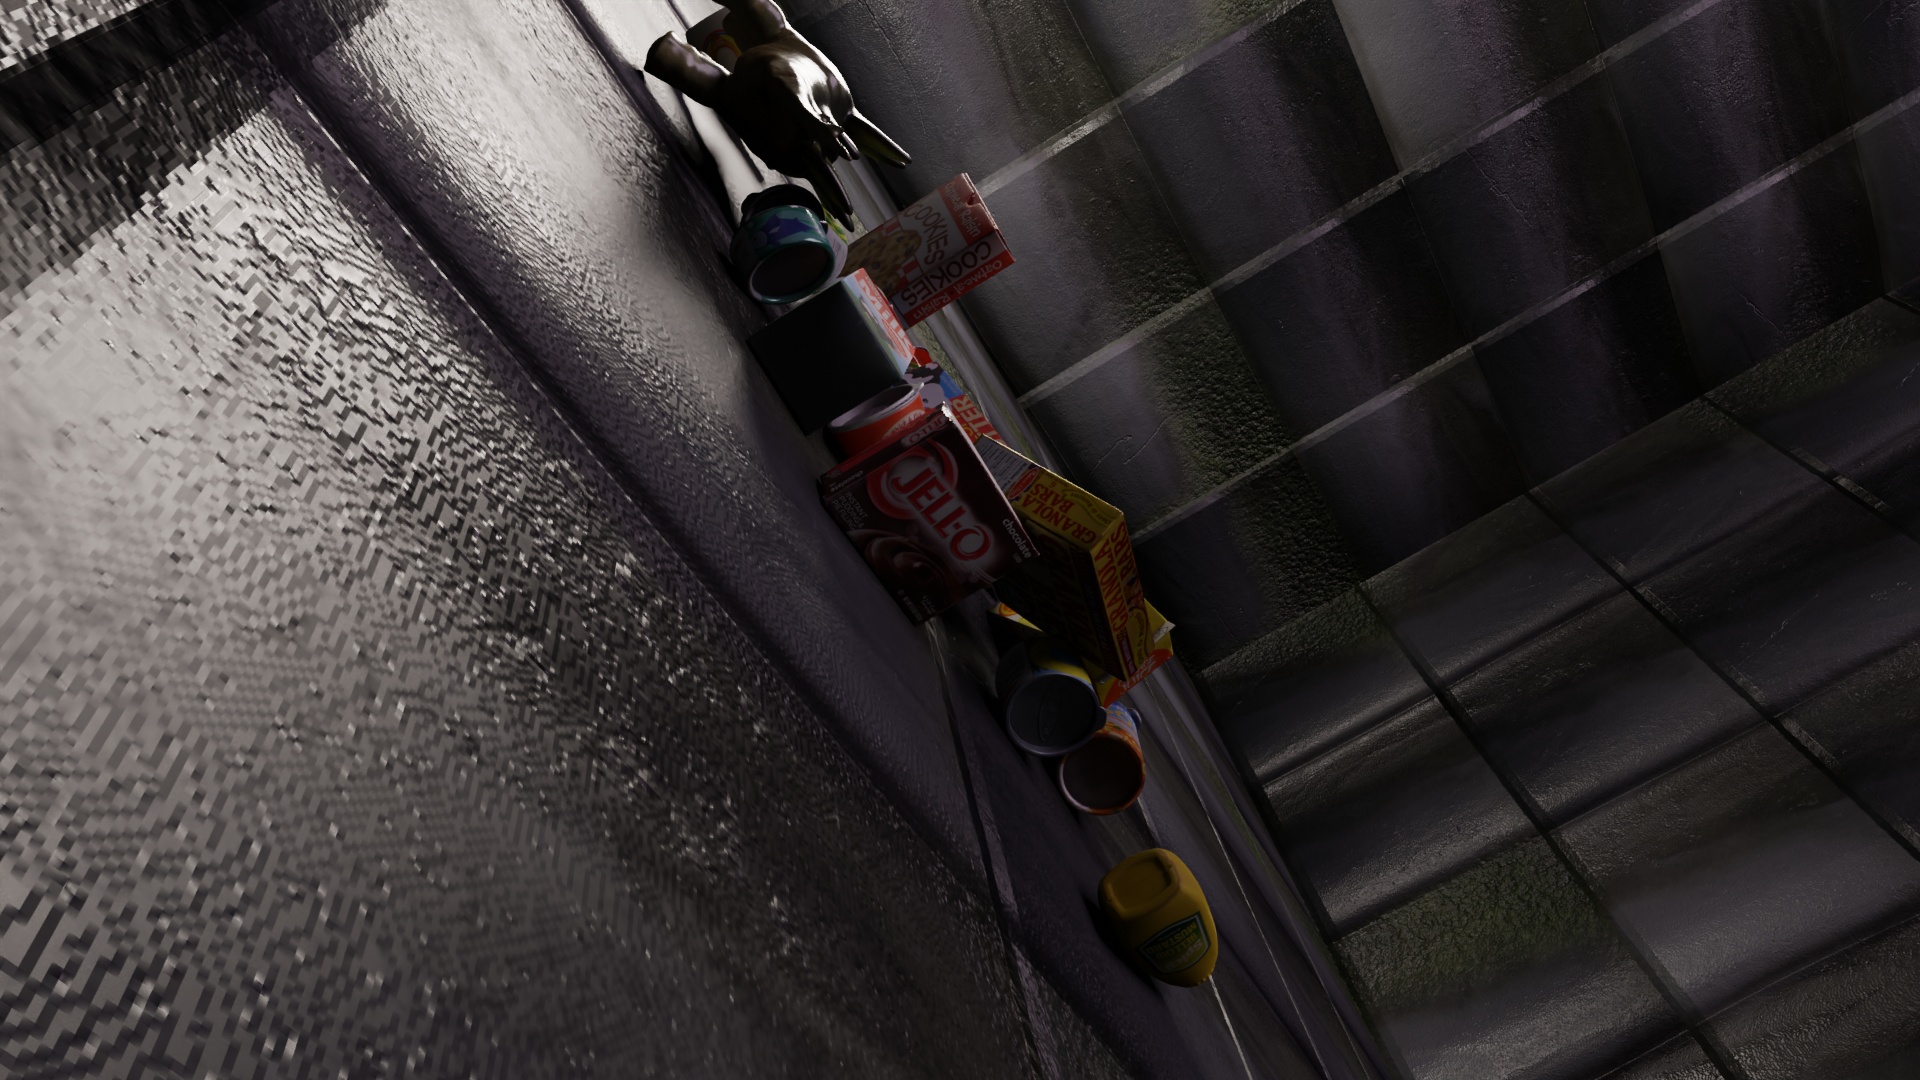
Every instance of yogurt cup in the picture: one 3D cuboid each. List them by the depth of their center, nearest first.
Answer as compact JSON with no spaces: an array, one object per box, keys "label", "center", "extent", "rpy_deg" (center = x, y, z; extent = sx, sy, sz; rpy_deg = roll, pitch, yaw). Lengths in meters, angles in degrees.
[{"label":"yogurt cup","center":[-0.050,-0.068,0.940],"extent":[0.072,0.072,0.053],"rpy_deg":[-96,163,-72]}]

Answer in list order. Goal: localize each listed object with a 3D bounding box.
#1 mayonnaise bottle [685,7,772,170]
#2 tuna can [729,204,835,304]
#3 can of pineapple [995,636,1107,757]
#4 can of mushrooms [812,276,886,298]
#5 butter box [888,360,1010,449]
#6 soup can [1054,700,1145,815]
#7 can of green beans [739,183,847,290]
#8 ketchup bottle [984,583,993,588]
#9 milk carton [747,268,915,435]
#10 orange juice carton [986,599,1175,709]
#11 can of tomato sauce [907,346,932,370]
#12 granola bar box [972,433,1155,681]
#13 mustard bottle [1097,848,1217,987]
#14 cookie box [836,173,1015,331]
[{"label":"mayonnaise bottle","center":[-0.201,-0.427,1.319],"extent":[0.148,0.064,0.041],"rpy_deg":[63,15,-6]},{"label":"tuna can","center":[-0.117,-0.193,0.940],"extent":[0.033,0.071,0.071],"rpy_deg":[65,9,23]},{"label":"can of pineapple","center":[0.061,0.109,0.964],"extent":[0.071,0.071,0.058],"rpy_deg":[57,8,-22]},{"label":"can of mushrooms","center":[-0.084,-0.166,1.071],"extent":[0.071,0.071,0.033],"rpy_deg":[55,8,-31]},{"label":"butter box","center":[-0.009,-0.078,0.984],"extent":[0.103,0.053,0.024],"rpy_deg":[51,-39,17]},{"label":"soup can","center":[0.106,0.160,1.046],"extent":[0.071,0.071,0.084],"rpy_deg":[59,8,-9]},{"label":"can of green beans","center":[-0.123,-0.224,1.034],"extent":[0.071,0.071,0.058],"rpy_deg":[61,7,12]},{"label":"ketchup bottle","center":[0.004,-0.014,1.094],"extent":[0.148,0.065,0.044],"rpy_deg":[64,10,-53]},{"label":"milk carton","center":[-0.081,-0.134,0.944],"extent":[0.073,0.072,0.191],"rpy_deg":[58,8,-11]},{"label":"orange juice carton","center":[0.097,0.074,1.079],"extent":[0.073,0.072,0.192],"rpy_deg":[57,-13,-14]},{"label":"can of tomato sauce","center":[-0.039,-0.106,1.134],"extent":[0.083,0.071,0.071],"rpy_deg":[63,8,16]},{"label":"granola bar box","center":[0.064,0.015,0.947],"extent":[0.124,0.039,0.164],"rpy_deg":[32,-21,33]},{"label":"mustard bottle","center":[0.142,0.263,0.931],"extent":[0.159,0.065,0.049],"rpy_deg":[57,3,-45]},{"label":"cookie box","center":[-0.045,-0.238,1.203],"extent":[0.040,0.167,0.123],"rpy_deg":[53,10,-38]}]
